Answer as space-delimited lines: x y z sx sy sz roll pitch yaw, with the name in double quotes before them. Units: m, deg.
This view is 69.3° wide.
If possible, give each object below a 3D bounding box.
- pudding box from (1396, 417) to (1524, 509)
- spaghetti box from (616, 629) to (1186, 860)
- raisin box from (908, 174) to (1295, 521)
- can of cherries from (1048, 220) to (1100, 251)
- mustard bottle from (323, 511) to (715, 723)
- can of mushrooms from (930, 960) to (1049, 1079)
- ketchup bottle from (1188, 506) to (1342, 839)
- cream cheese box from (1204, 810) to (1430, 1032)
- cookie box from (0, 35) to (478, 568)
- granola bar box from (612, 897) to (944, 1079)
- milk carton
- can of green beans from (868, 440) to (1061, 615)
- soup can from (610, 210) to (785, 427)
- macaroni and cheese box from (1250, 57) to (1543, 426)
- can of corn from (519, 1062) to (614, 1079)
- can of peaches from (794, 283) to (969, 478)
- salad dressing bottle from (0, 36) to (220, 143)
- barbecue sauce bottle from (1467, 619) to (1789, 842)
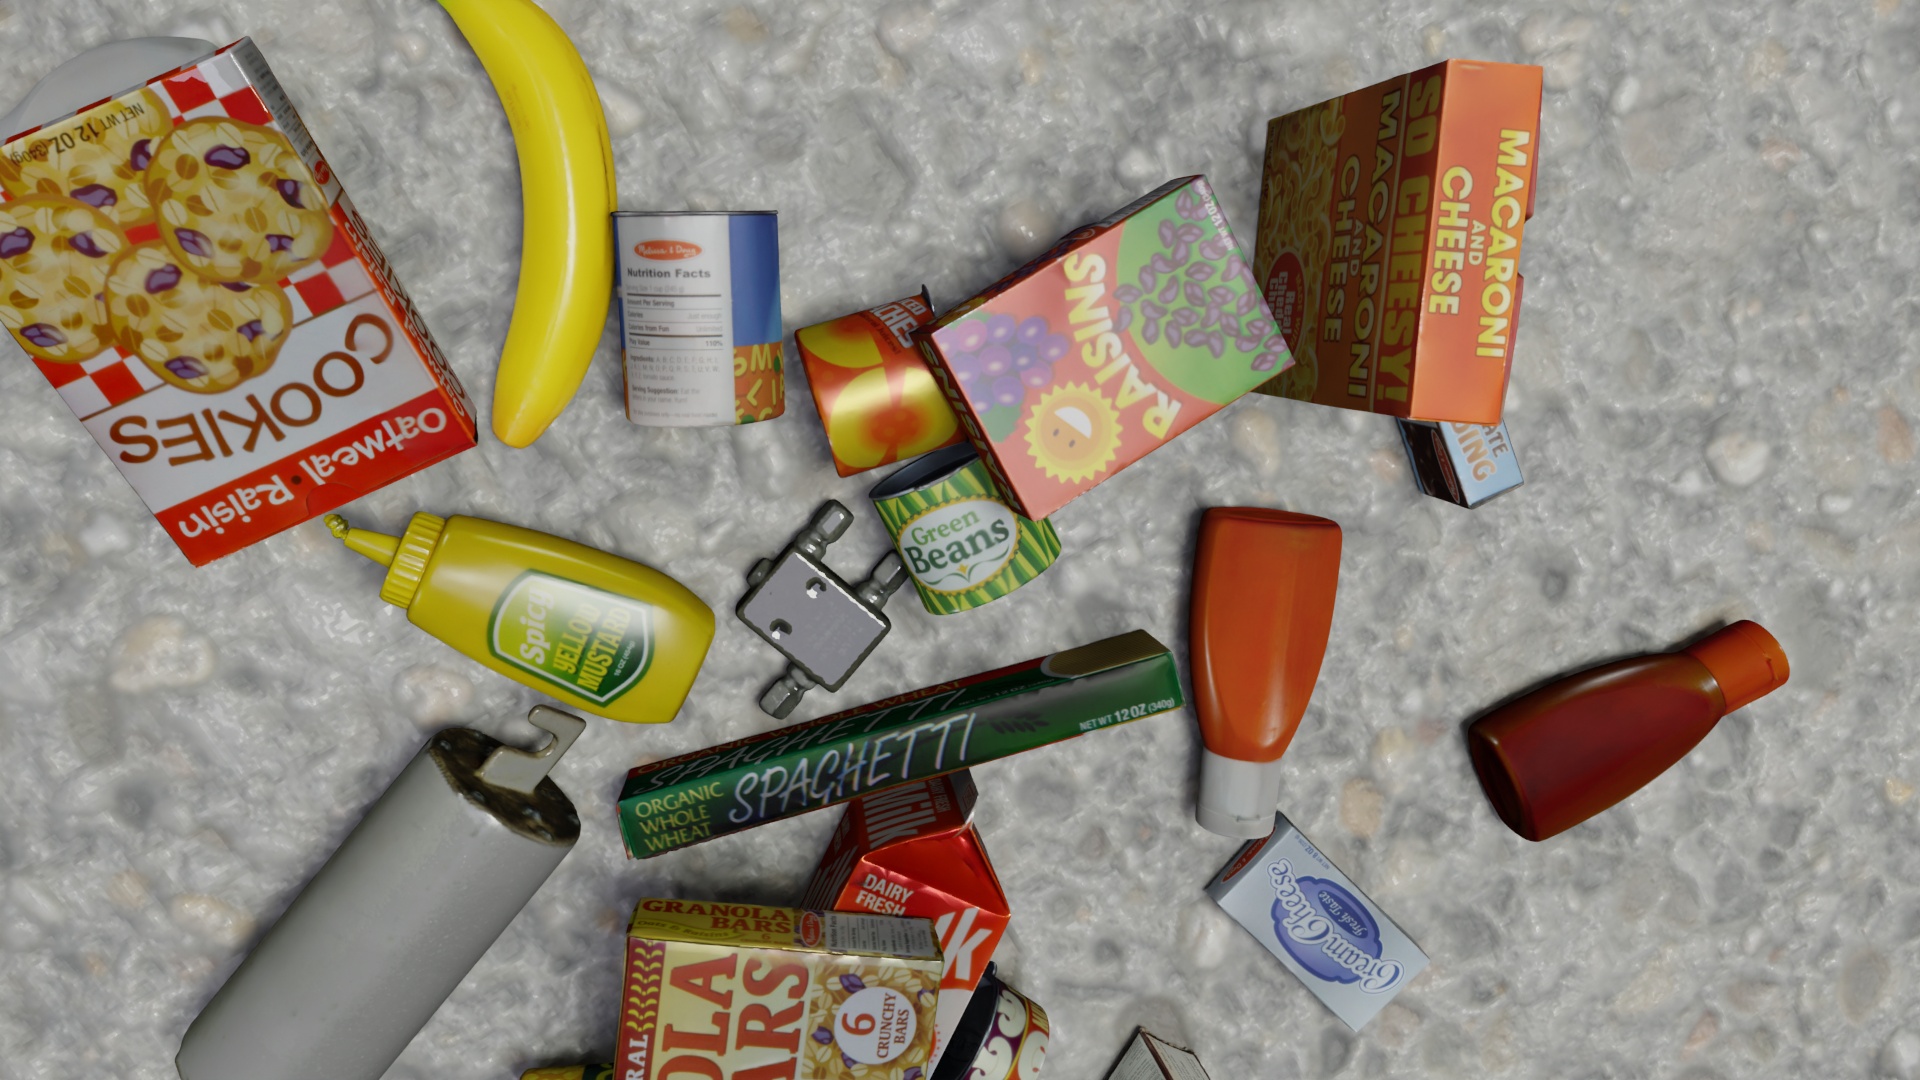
"pudding box" 0.218 -0.060 0.627 0.030 0.050 0.083 -23 101 -2
"spaghetti box" -0.027 0.089 0.615 0.250 0.050 0.028 -15 99 -6
"raisin box" 0.055 -0.075 0.542 0.123 0.040 0.086 -32 105 -7
"can of cherries" 0.071 -0.104 0.594 0.071 0.058 0.071 -1 98 -8
"mustard bottle" -0.184 0.025 0.575 0.160 0.049 0.065 23 95 -18
"can of mushrooms" 0.009 0.232 0.635 0.033 0.071 0.071 36 93 -12
"ketchup bottle" 0.134 0.061 0.637 0.065 0.043 0.148 4 98 -8
"cream cheese box" 0.173 0.185 0.672 0.103 0.024 0.053 43 92 -12
"cookie box" -0.283 -0.086 0.531 0.123 0.040 0.166 -25 120 -3
"granola bar box" -0.080 0.234 0.562 0.124 0.039 0.165 7 98 -8
"milk carton" -0.037 0.186 0.617 0.073 0.072 0.190 25 94 -11
"can of green beans" 0.003 -0.008 0.595 0.071 0.071 0.057 -26 102 -3
"soup can" -0.105 -0.092 0.567 0.071 0.071 0.083 -3 103 -8
"macaroni and cheese box" 0.164 -0.114 0.551 0.040 0.166 0.123 2 99 -9
"can of corn" -0.164 0.264 0.613 0.058 0.071 0.071 -1 99 -8
"can of peaches" -0.034 -0.066 0.580 0.058 0.071 0.071 -17 101 -4
"salad dressing bottle" -0.349 -0.146 0.535 0.148 0.044 0.064 -22 106 -3
"barbecue sauce bottle" 0.323 0.086 0.668 0.149 0.044 0.064 -25 102 -4
